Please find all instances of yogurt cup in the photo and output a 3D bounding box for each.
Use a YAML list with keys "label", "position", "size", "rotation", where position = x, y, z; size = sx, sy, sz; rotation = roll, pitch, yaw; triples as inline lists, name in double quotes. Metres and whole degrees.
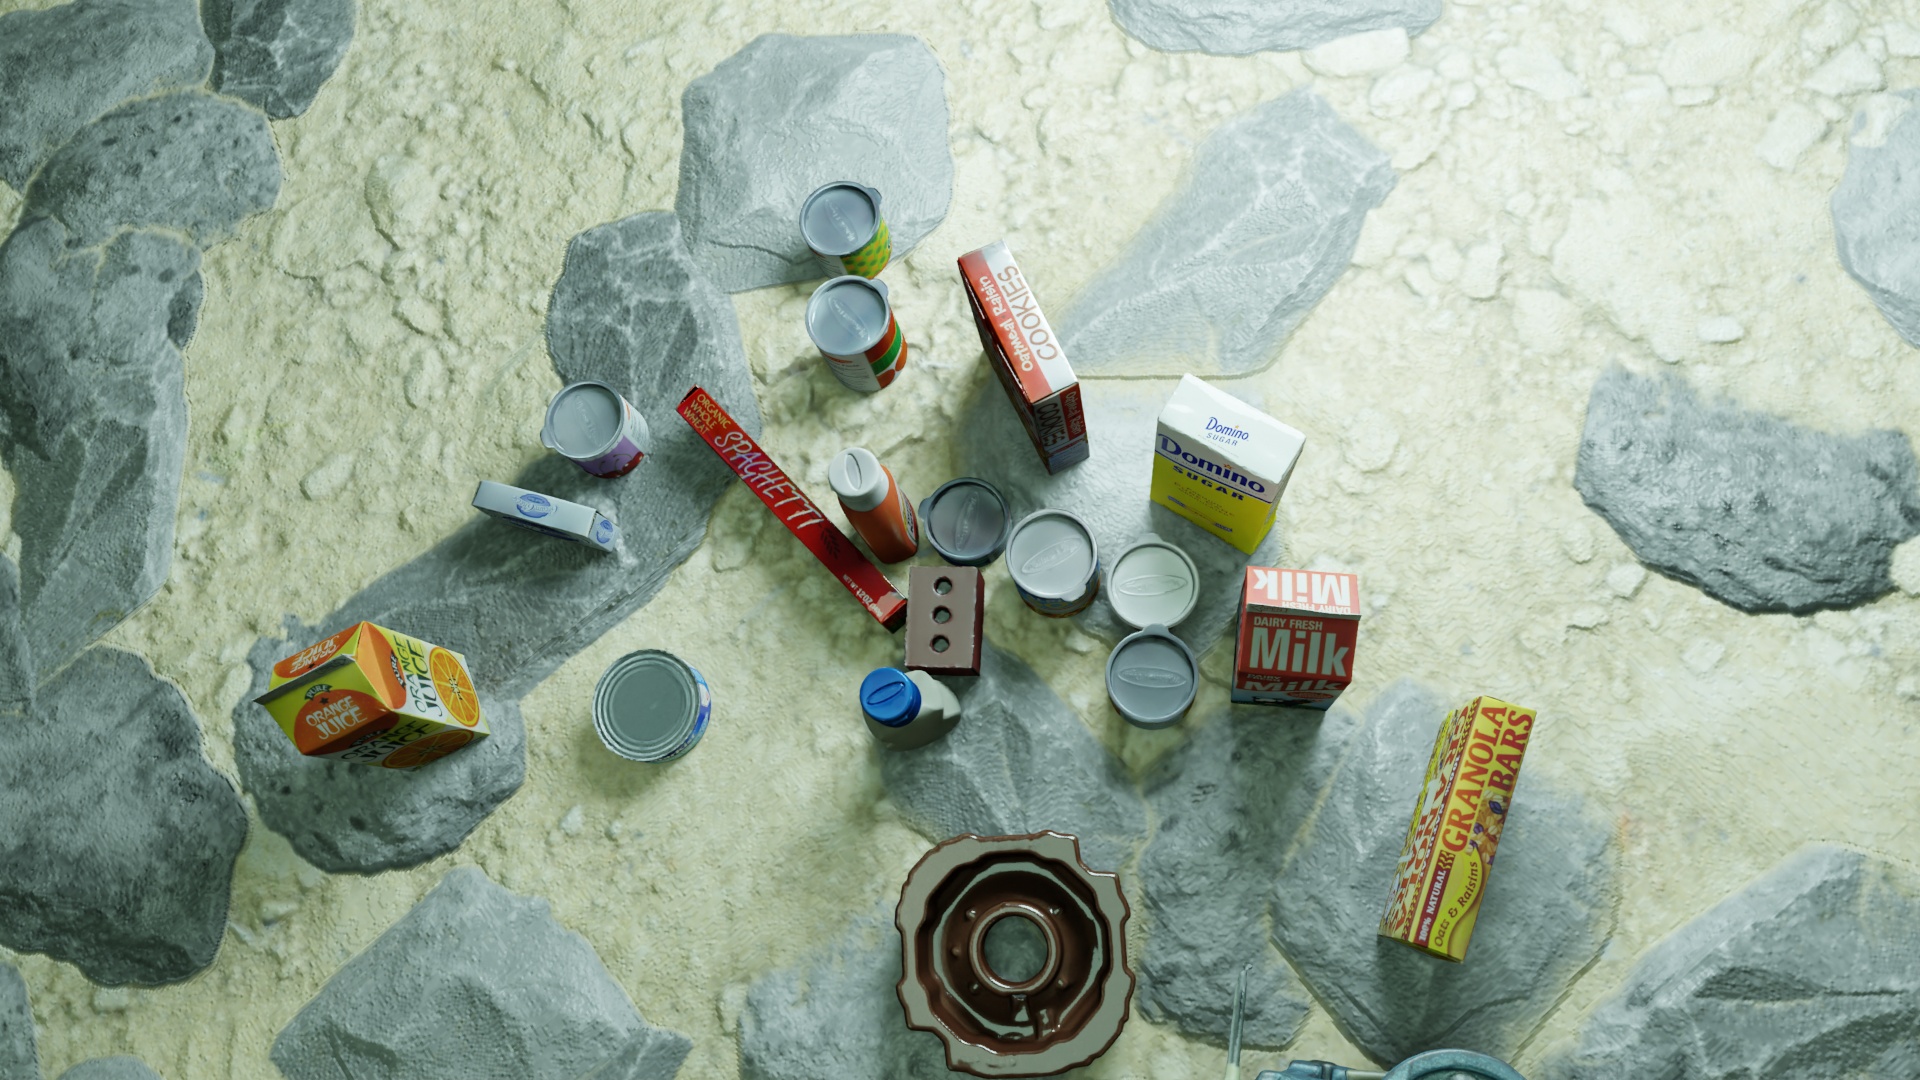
- label: "yogurt cup"
  position: [0.142, 0.038, 1.027]
  size: [0.072, 0.054, 0.072]
  rotation: [-2, 75, 7]

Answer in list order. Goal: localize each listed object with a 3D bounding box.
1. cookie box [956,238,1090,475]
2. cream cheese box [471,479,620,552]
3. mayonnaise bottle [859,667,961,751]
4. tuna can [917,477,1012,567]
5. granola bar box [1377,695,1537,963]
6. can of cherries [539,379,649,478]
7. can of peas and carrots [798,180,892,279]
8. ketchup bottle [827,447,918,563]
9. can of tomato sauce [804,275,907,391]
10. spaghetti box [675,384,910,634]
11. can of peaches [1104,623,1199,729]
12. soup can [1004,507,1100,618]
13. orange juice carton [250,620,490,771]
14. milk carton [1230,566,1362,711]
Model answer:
- label: "cookie box"
  position: [0.048, -0.130, 1.025]
  size: [0.040, 0.167, 0.123]
  rotation: [-26, 74, 1]
- label: "cream cheese box"
  position: [-0.329, -0.019, 1.106]
  size: [0.104, 0.053, 0.024]
  rotation: [14, 78, 11]
- label: "mayonnaise bottle"
  position: [-0.039, 0.118, 0.981]
  size: [0.065, 0.148, 0.041]
  rotation: [-27, 74, 0]
- label: "tuna can"
  position: [0.004, -0.013, 1.070]
  size: [0.071, 0.032, 0.071]
  rotation: [-2, 75, 7]
- label: "granola bar box"
  position: [0.327, 0.192, 0.925]
  size: [0.039, 0.124, 0.166]
  rotation: [19, 79, 12]
- label: "can of cherries"
  position: [-0.294, -0.088, 1.117]
  size: [0.071, 0.058, 0.071]
  rotation: [-2, 75, 7]
- label: "can of peas and carrots"
  position: [-0.091, -0.252, 1.133]
  size: [0.071, 0.058, 0.071]
  rotation: [-2, 75, 7]
- label: "ketchup bottle"
  position: [-0.065, -0.029, 1.023]
  size: [0.043, 0.148, 0.065]
  rotation: [-17, 74, 3]
- label: "can of tomato sauce"
  position: [-0.079, -0.163, 1.095]
  size: [0.071, 0.083, 0.071]
  rotation: [-2, 75, 7]
- label: "spaghetti box"
  position: [-0.130, -0.025, 1.083]
  size: [0.029, 0.050, 0.250]
  rotation: [-44, 74, -4]
- label: "can of peaches"
  position: [0.139, 0.100, 1.009]
  size: [0.071, 0.058, 0.071]
  rotation: [-2, 75, 7]
- label: "soup can"
  position: [0.071, 0.021, 1.026]
  size: [0.071, 0.083, 0.071]
  rotation: [-2, 75, 7]
- label: "orange juice carton"
  position: [-0.427, 0.114, 1.012]
  size: [0.072, 0.192, 0.073]
  rotation: [-25, 74, 1]
- label: "milk carton"
  position: [0.223, 0.065, 0.938]
  size: [0.072, 0.190, 0.073]
  rotation: [5, 77, 9]
